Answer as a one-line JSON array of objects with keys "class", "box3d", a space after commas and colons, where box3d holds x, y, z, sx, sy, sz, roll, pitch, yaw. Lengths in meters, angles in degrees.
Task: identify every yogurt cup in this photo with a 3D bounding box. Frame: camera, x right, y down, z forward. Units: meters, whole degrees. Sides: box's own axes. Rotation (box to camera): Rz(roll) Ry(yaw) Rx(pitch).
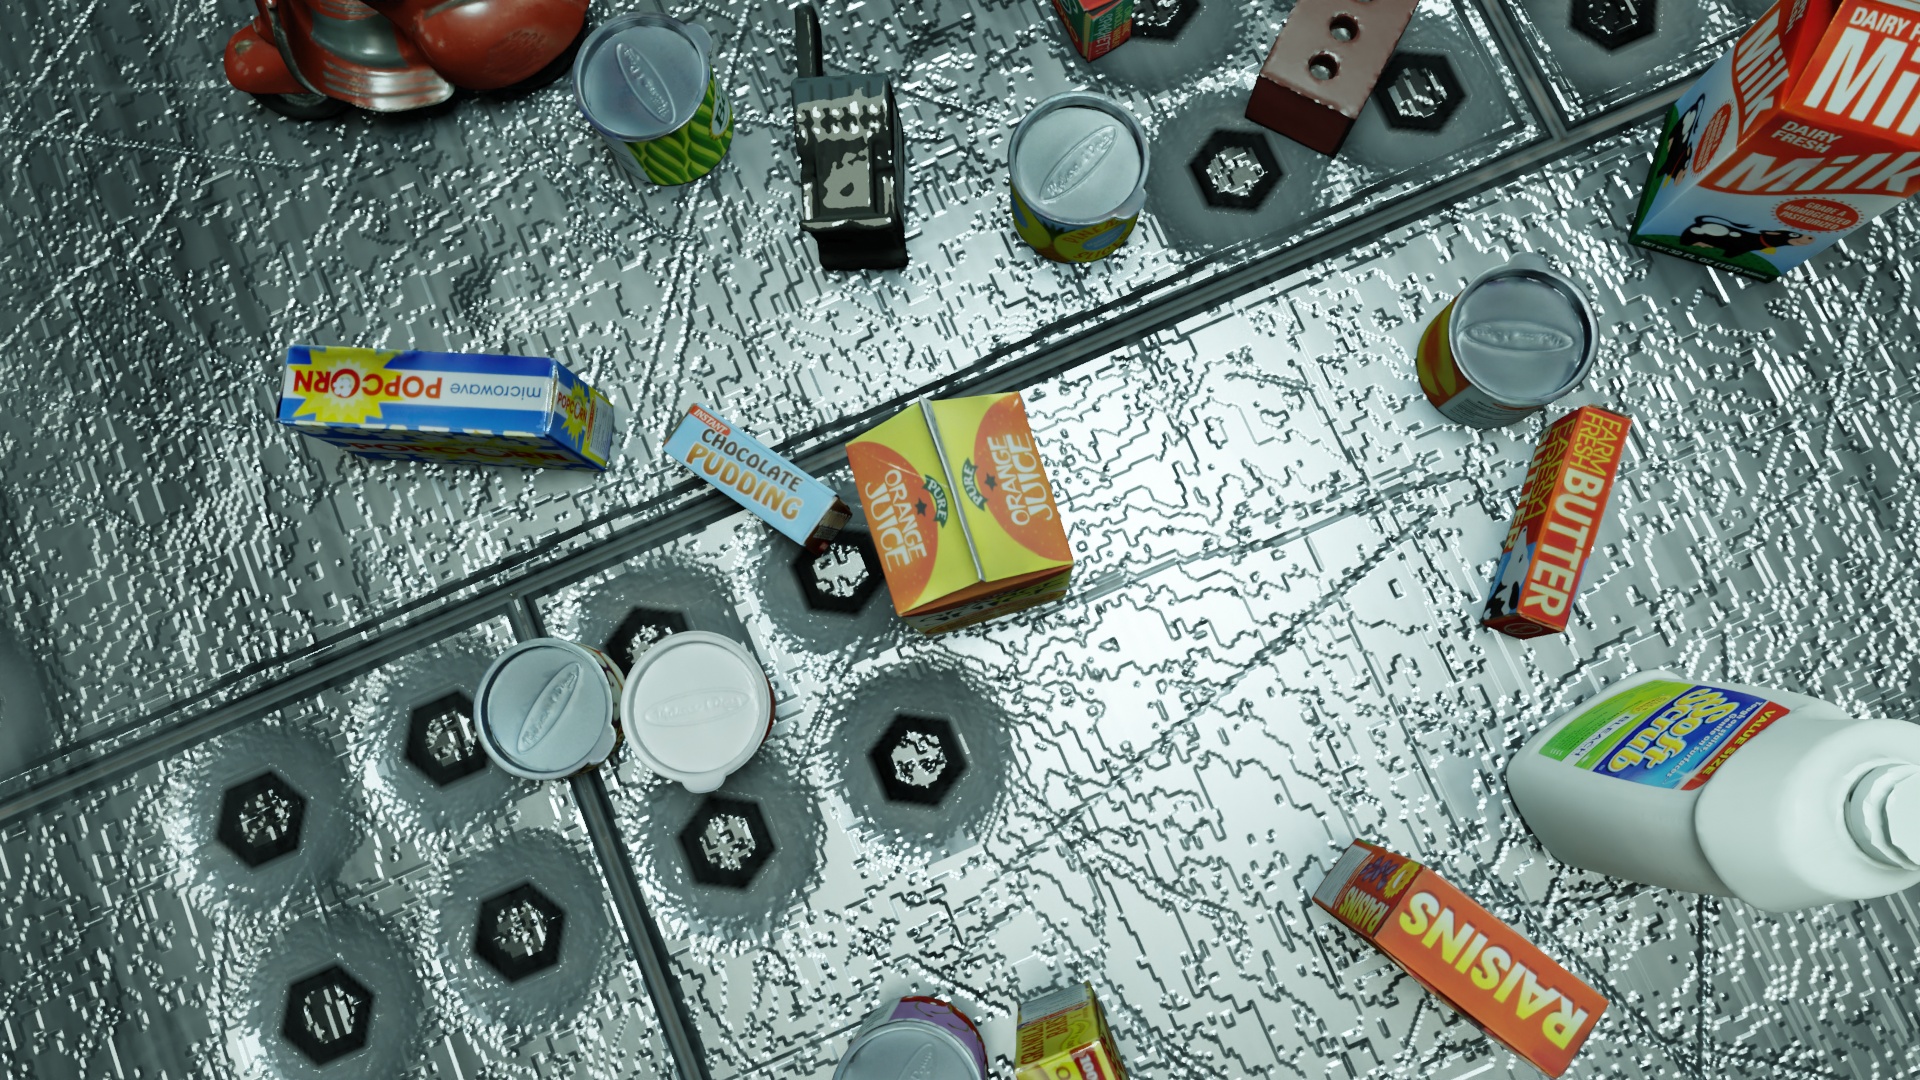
[{"class": "yogurt cup", "box3d": [-0.118, 0.077, 0.645, 0.072, 0.054, 0.072, 0, 82, 3]}]

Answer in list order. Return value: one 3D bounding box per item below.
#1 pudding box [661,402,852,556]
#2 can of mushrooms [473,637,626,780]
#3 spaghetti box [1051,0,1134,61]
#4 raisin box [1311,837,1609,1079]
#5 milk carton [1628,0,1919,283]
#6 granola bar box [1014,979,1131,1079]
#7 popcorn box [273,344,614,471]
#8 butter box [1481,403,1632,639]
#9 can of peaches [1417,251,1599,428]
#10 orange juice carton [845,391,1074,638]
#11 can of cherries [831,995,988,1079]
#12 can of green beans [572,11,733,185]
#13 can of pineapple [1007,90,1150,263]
[{"class": "pudding box", "box3d": [-0.095, -0.029, 0.661, 0.084, 0.049, 0.030, 34, 86, 7]}, {"class": "can of mushrooms", "box3d": [-0.191, 0.081, 0.659, 0.071, 0.033, 0.071, 0, 82, 3]}, {"class": "spaghetti box", "box3d": [0.020, -0.360, 0.701, 0.029, 0.050, 0.250, -26, 82, 0]}, {"class": "raisin box", "box3d": [0.202, 0.169, 0.580, 0.086, 0.123, 0.040, 37, 86, 7]}, {"class": "milk carton", "box3d": [0.363, -0.180, 0.586, 0.072, 0.190, 0.073, 19, 84, 5]}, {"class": "granola bar box", "box3d": [0.071, 0.276, 0.572, 0.039, 0.124, 0.165, -22, 82, 0]}, {"class": "popcorn box", "box3d": [-0.238, -0.061, 0.655, 0.127, 0.085, 0.038, 3, 83, 4]}, {"class": "butter box", "box3d": [0.272, -0.008, 0.637, 0.024, 0.053, 0.103, 20, 84, 6]}, {"class": "can of peaches", "box3d": [0.253, -0.091, 0.647, 0.071, 0.058, 0.071, 0, 82, 3]}, {"class": "orange juice carton", "box3d": [0.002, -0.007, 0.581, 0.073, 0.192, 0.072, -17, 82, 1]}, {"class": "can of cherries", "box3d": [-0.019, 0.242, 0.615, 0.071, 0.058, 0.071, 0, 82, 3]}, {"class": "can of green beans", "box3d": [-0.150, -0.217, 0.686, 0.071, 0.058, 0.071, 0, 82, 3]}, {"class": "can of pineapple", "box3d": [0.057, -0.172, 0.669, 0.071, 0.058, 0.071, 0, 82, 3]}]
